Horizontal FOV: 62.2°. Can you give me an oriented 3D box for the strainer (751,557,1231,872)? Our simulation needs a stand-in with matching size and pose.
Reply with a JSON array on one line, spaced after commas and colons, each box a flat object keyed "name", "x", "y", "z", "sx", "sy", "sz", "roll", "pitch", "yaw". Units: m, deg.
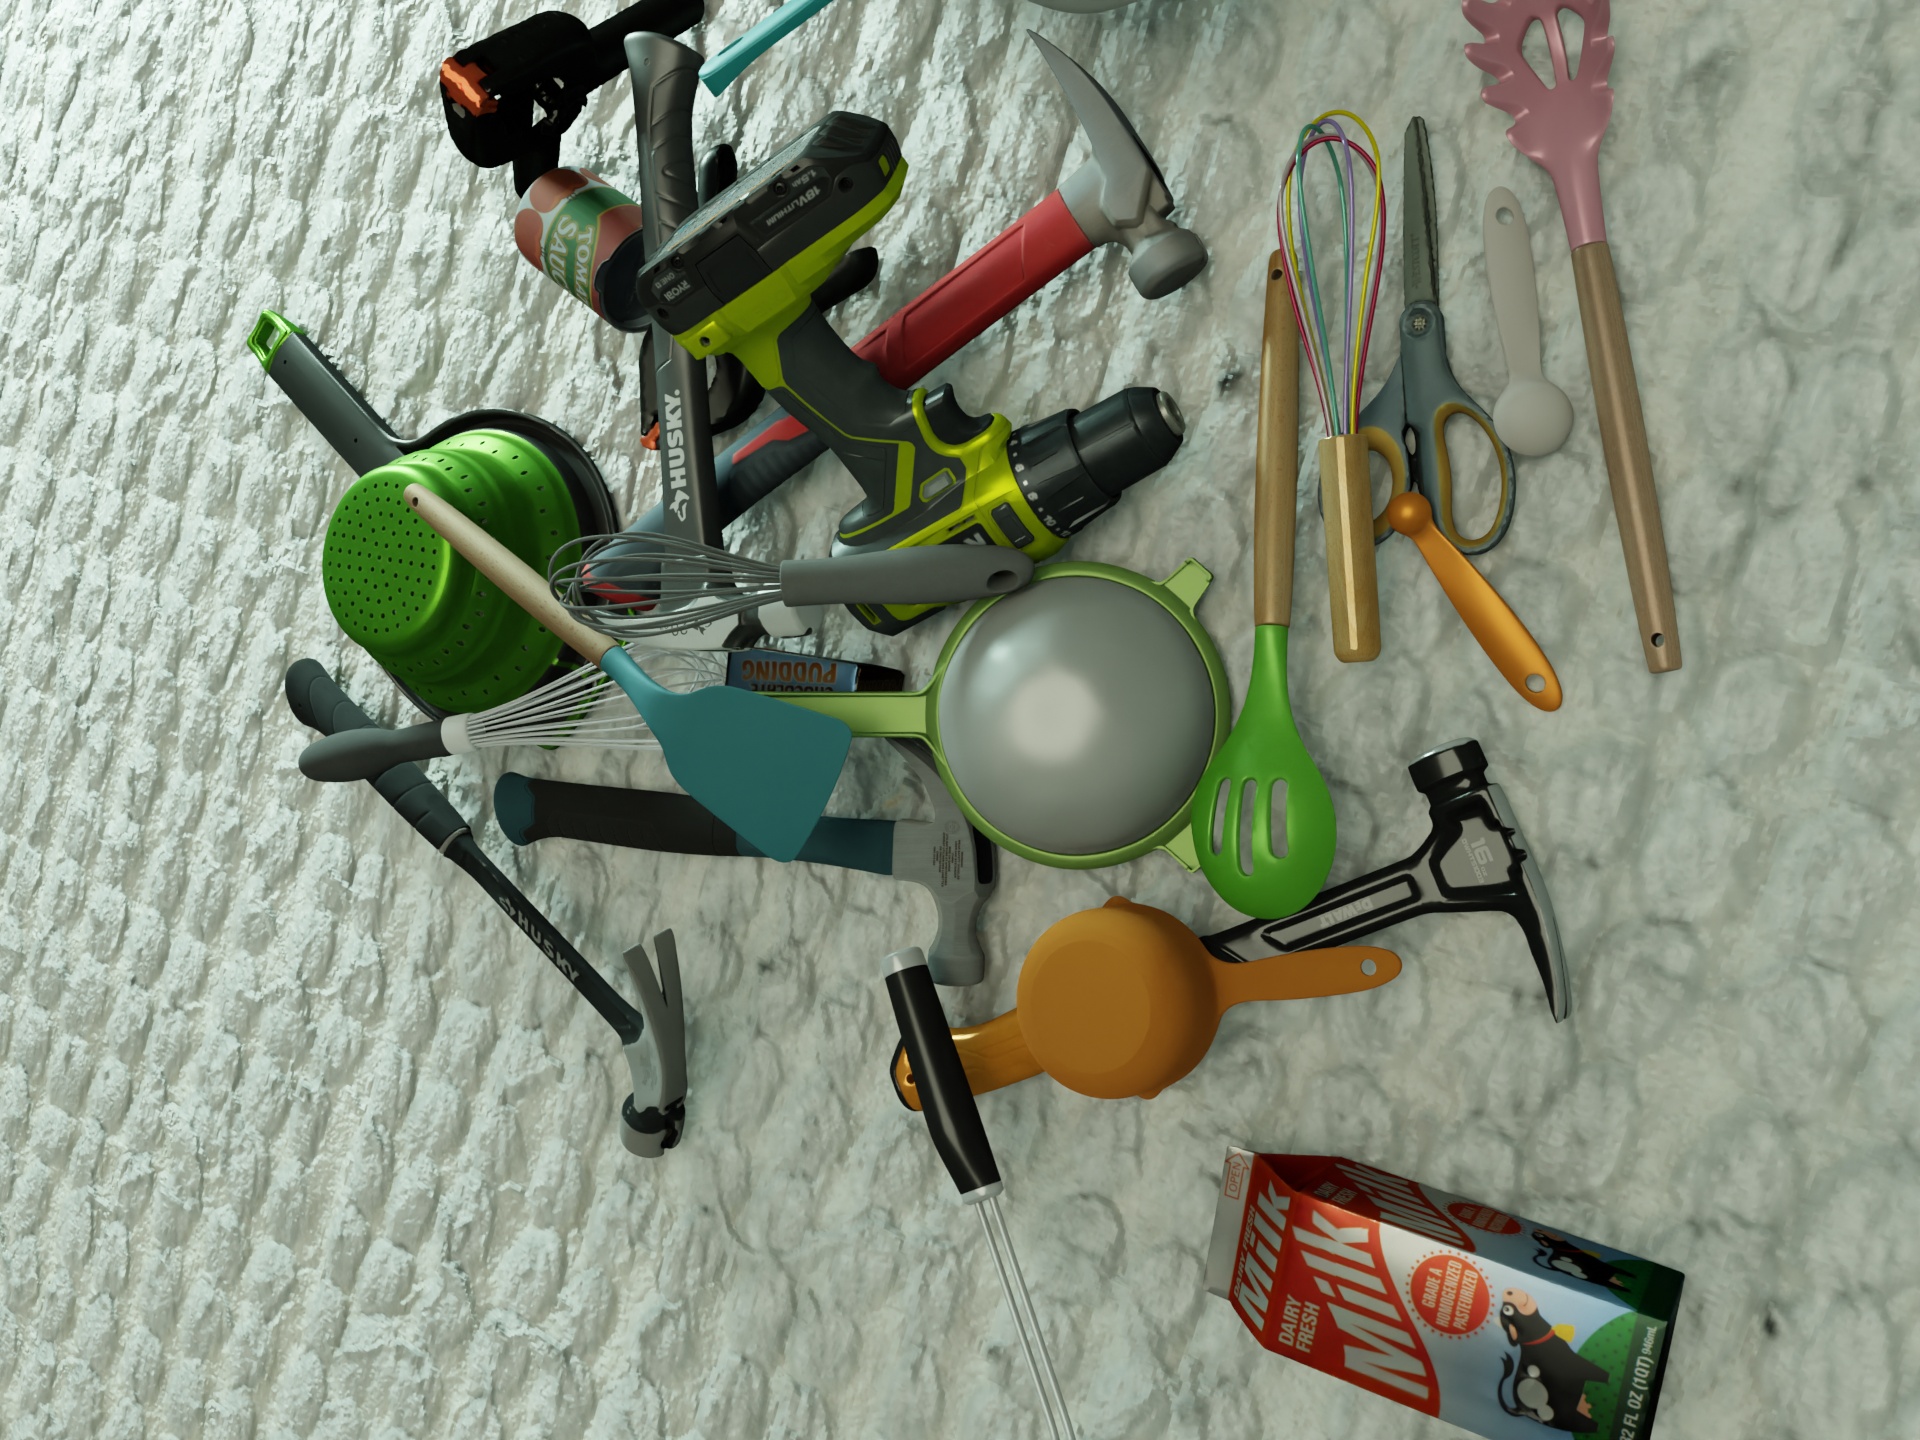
[{"name": "strainer", "x": -0.001, "y": -0.002, "z": 0.763, "sx": 0.256, "sy": 0.069, "sz": 0.151, "roll": 0, "pitch": 91, "yaw": 13}]

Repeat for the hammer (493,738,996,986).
[{"name": "hammer", "x": -0.131, "y": 0.062, "z": 0.886, "sx": 0.331, "sy": 0.033, "sz": 0.128, "roll": 4, "pitch": 91, "yaw": 29}]

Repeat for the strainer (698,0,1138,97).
[{"name": "strainer", "x": 0.034, "y": -0.367, "z": 0.750, "sx": 0.340, "sy": 0.095, "sz": 0.211, "roll": -27, "pitch": 34, "yaw": 21}]

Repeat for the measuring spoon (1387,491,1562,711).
[{"name": "measuring spoon", "x": 0.225, "y": -0.051, "z": 0.697, "sx": 0.021, "sy": 0.011, "sz": 0.117, "roll": -40, "pitch": 81, "yaw": 34}]

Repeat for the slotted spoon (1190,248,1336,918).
[{"name": "slotted spoon", "x": 0.141, "y": -0.068, "z": 0.728, "sx": 0.070, "sy": 0.031, "sz": 0.314, "roll": -2, "pitch": 79, "yaw": 35}]

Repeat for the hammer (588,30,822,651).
[{"name": "hammer", "x": -0.154, "y": -0.201, "z": 0.846, "sx": 0.146, "sy": 0.035, "sz": 0.335, "roll": -6, "pitch": 87, "yaw": 27}]

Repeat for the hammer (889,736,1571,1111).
[{"name": "hammer", "x": 0.110, "y": 0.129, "z": 0.753, "sx": 0.337, "sy": 0.034, "sz": 0.127, "roll": -26, "pitch": 75, "yaw": 25}]

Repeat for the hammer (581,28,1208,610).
[{"name": "hammer", "x": -0.066, "y": -0.187, "z": 0.842, "sx": 0.386, "sy": 0.038, "sz": 0.143, "roll": -32, "pitch": 83, "yaw": 23}]

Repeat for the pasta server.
[{"name": "pasta server", "x": 0.270, "y": -0.176, "z": 0.676, "sx": 0.060, "sy": 0.040, "sz": 0.316, "roll": -12, "pitch": 84, "yaw": 36}]

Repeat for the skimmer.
[{"name": "skimmer", "x": 0.047, "y": 0.280, "z": 0.760, "sx": 0.127, "sy": 0.090, "sz": 0.363, "roll": -31, "pitch": 70, "yaw": 33}]

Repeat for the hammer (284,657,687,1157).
[{"name": "hammer", "x": -0.293, "y": 0.080, "z": 0.950, "sx": 0.409, "sy": 0.036, "sz": 0.149, "roll": 38, "pitch": 134, "yaw": 29}]

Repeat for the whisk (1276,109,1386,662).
[{"name": "whisk", "x": 0.170, "y": -0.148, "z": 0.706, "sx": 0.047, "sy": 0.051, "sz": 0.245, "roll": -4, "pitch": 92, "yaw": 25}]

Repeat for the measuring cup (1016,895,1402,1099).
[{"name": "measuring cup", "x": 0.104, "y": 0.120, "z": 0.705, "sx": 0.173, "sy": 0.052, "sz": 0.095, "roll": -13, "pitch": 80, "yaw": 30}]

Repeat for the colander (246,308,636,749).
[{"name": "colander", "x": -0.366, "y": -0.144, "z": 0.985, "sx": 0.397, "sy": 0.094, "sz": 0.204, "roll": 44, "pitch": 108, "yaw": 22}]

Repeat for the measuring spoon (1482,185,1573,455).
[{"name": "measuring spoon", "x": 0.245, "y": -0.177, "z": 0.694, "sx": 0.034, "sy": 0.018, "sz": 0.124, "roll": -6, "pitch": 82, "yaw": -1}]

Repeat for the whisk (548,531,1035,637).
[{"name": "whisk", "x": -0.083, "y": -0.069, "z": 0.768, "sx": 0.239, "sy": 0.055, "sz": 0.055, "roll": -2, "pitch": 87, "yaw": 5}]

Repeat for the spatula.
[{"name": "spatula", "x": -0.190, "y": -0.044, "z": 0.829, "sx": 0.318, "sy": 0.044, "sz": 0.082, "roll": 37, "pitch": 112, "yaw": 27}]

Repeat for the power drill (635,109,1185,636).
[{"name": "power drill", "x": -0.022, "y": -0.164, "z": 0.756, "sx": 0.190, "sy": 0.080, "sz": 0.228, "roll": -27, "pitch": 118, "yaw": 25}]

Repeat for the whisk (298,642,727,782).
[{"name": "whisk", "x": -0.256, "y": 0.003, "z": 0.909, "sx": 0.284, "sy": 0.070, "sz": 0.070, "roll": -11, "pitch": 83, "yaw": 14}]
